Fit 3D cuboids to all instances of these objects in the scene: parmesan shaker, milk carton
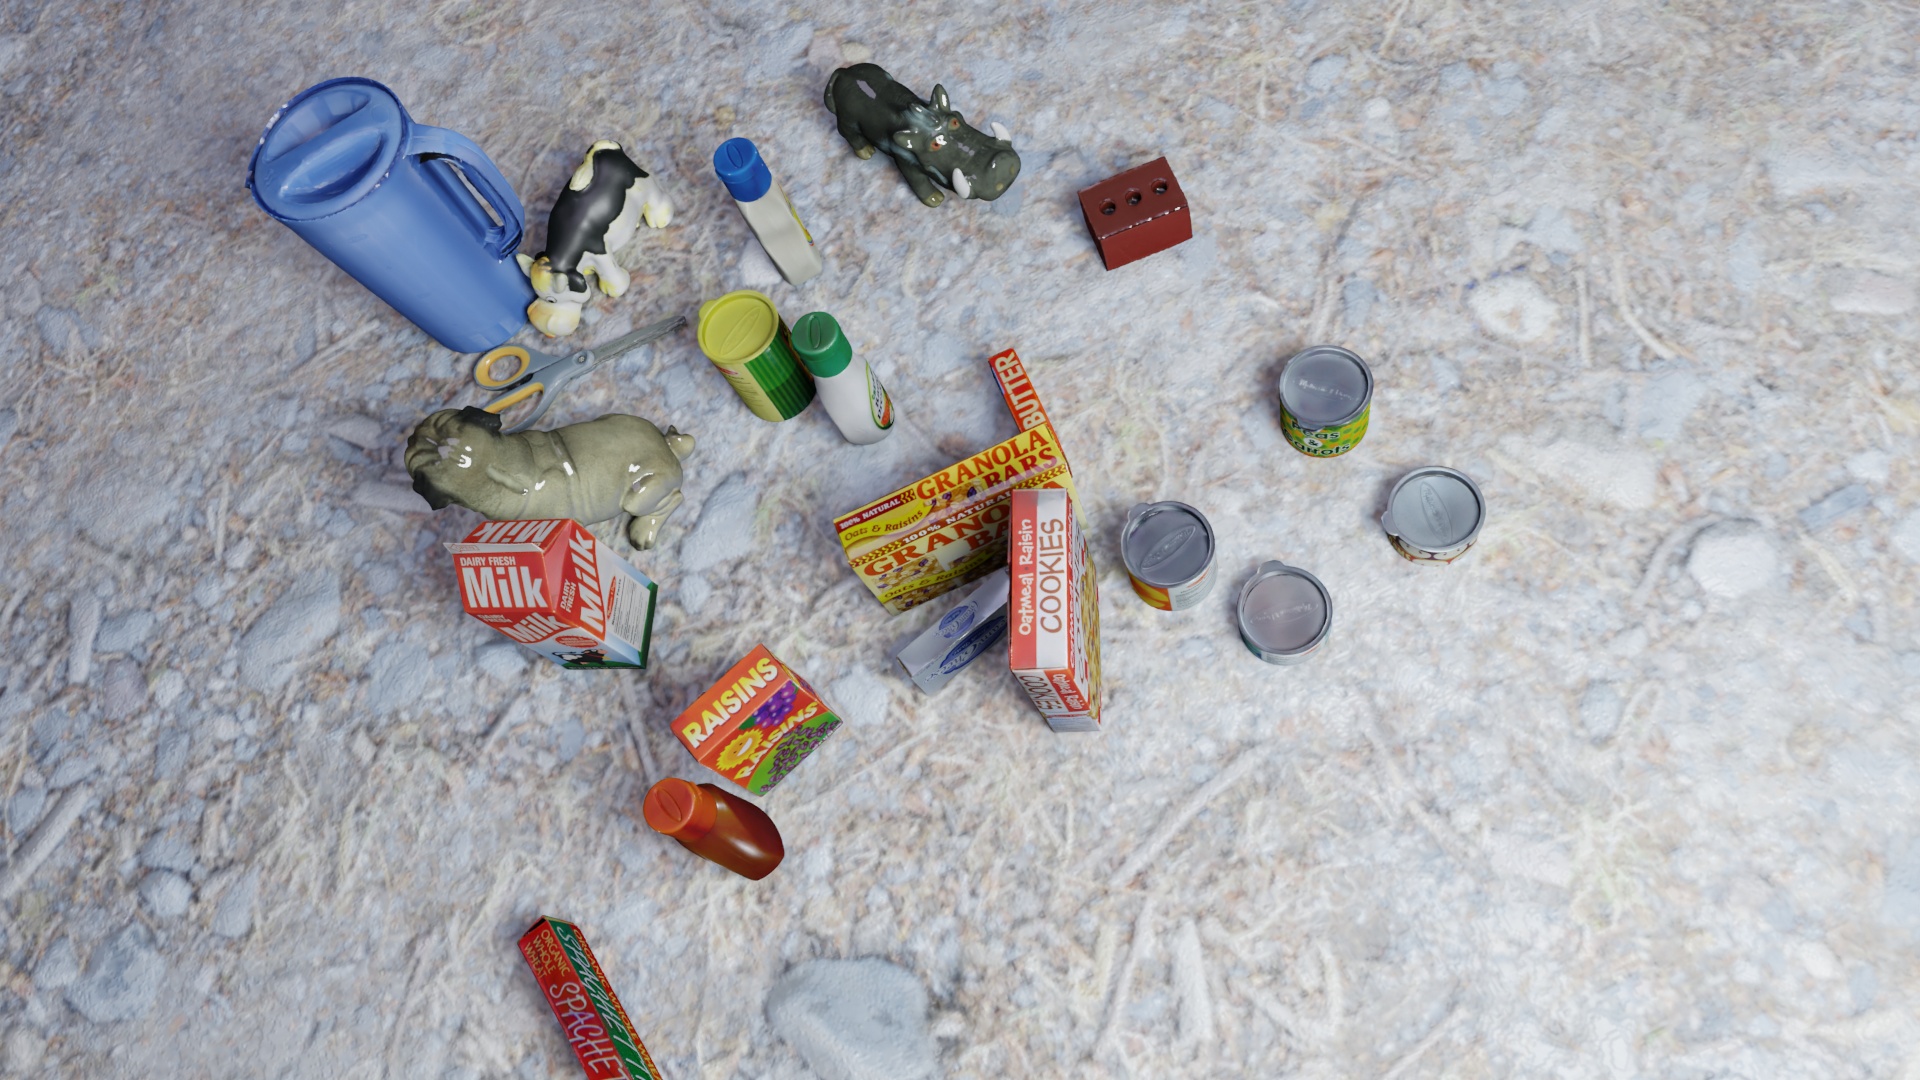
[{"bbox_3d":[-0.163,-0.148,1.118,0.071,0.103,0.071,-5,68,12],"label":"parmesan shaker"},{"bbox_3d":[-0.300,0.036,1.028,0.072,0.190,0.073,-1,69,13],"label":"milk carton"}]

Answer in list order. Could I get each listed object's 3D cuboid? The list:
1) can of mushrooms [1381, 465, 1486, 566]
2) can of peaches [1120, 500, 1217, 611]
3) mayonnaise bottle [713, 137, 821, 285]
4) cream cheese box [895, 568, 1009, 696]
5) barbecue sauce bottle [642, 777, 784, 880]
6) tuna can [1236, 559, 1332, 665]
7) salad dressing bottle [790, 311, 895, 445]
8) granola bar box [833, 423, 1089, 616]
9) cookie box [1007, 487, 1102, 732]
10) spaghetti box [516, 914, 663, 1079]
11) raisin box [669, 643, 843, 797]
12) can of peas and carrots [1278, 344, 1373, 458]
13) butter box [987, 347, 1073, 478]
[{"bbox_3d":[0.334,-0.016,0.986,0.071,0.033,0.071,-5,68,12],"label":"can of mushrooms"},{"bbox_3d":[0.151,0.011,1.005,0.071,0.058,0.071,-5,68,12],"label":"can of peaches"},{"bbox_3d":[-0.159,-0.272,1.142,0.041,0.147,0.065,-29,65,1],"label":"mayonnaise bottle"},{"bbox_3d":[0.004,0.068,1.019,0.104,0.053,0.024,-39,66,-4],"label":"cream cheese box"},{"bbox_3d":[-0.171,0.195,0.957,0.044,0.148,0.065,-42,66,-5],"label":"barbecue sauce bottle"},{"bbox_3d":[0.228,0.052,0.984,0.071,0.032,0.071,-5,68,12],"label":"tuna can"},{"bbox_3d":[-0.090,-0.123,1.066,0.044,0.147,0.064,-10,67,10],"label":"salad dressing bottle"},{"bbox_3d":[0.004,-0.013,1.012,0.165,0.124,0.039,-25,66,3],"label":"granola bar box"},{"bbox_3d":[0.066,0.052,0.948,0.040,0.167,0.123,-4,68,12],"label":"cookie box"},{"bbox_3d":[-0.230,0.369,0.955,0.029,0.050,0.251,-38,65,-3],"label":"spaghetti box"},{"bbox_3d":[-0.143,0.130,0.990,0.086,0.123,0.040,-42,66,-5],"label":"raisin box"},{"bbox_3d":[0.267,-0.099,1.021,0.071,0.058,0.071,-5,68,12],"label":"can of peas and carrots"},{"bbox_3d":[0.054,-0.094,1.072,0.024,0.053,0.104,-25,65,3],"label":"butter box"}]
